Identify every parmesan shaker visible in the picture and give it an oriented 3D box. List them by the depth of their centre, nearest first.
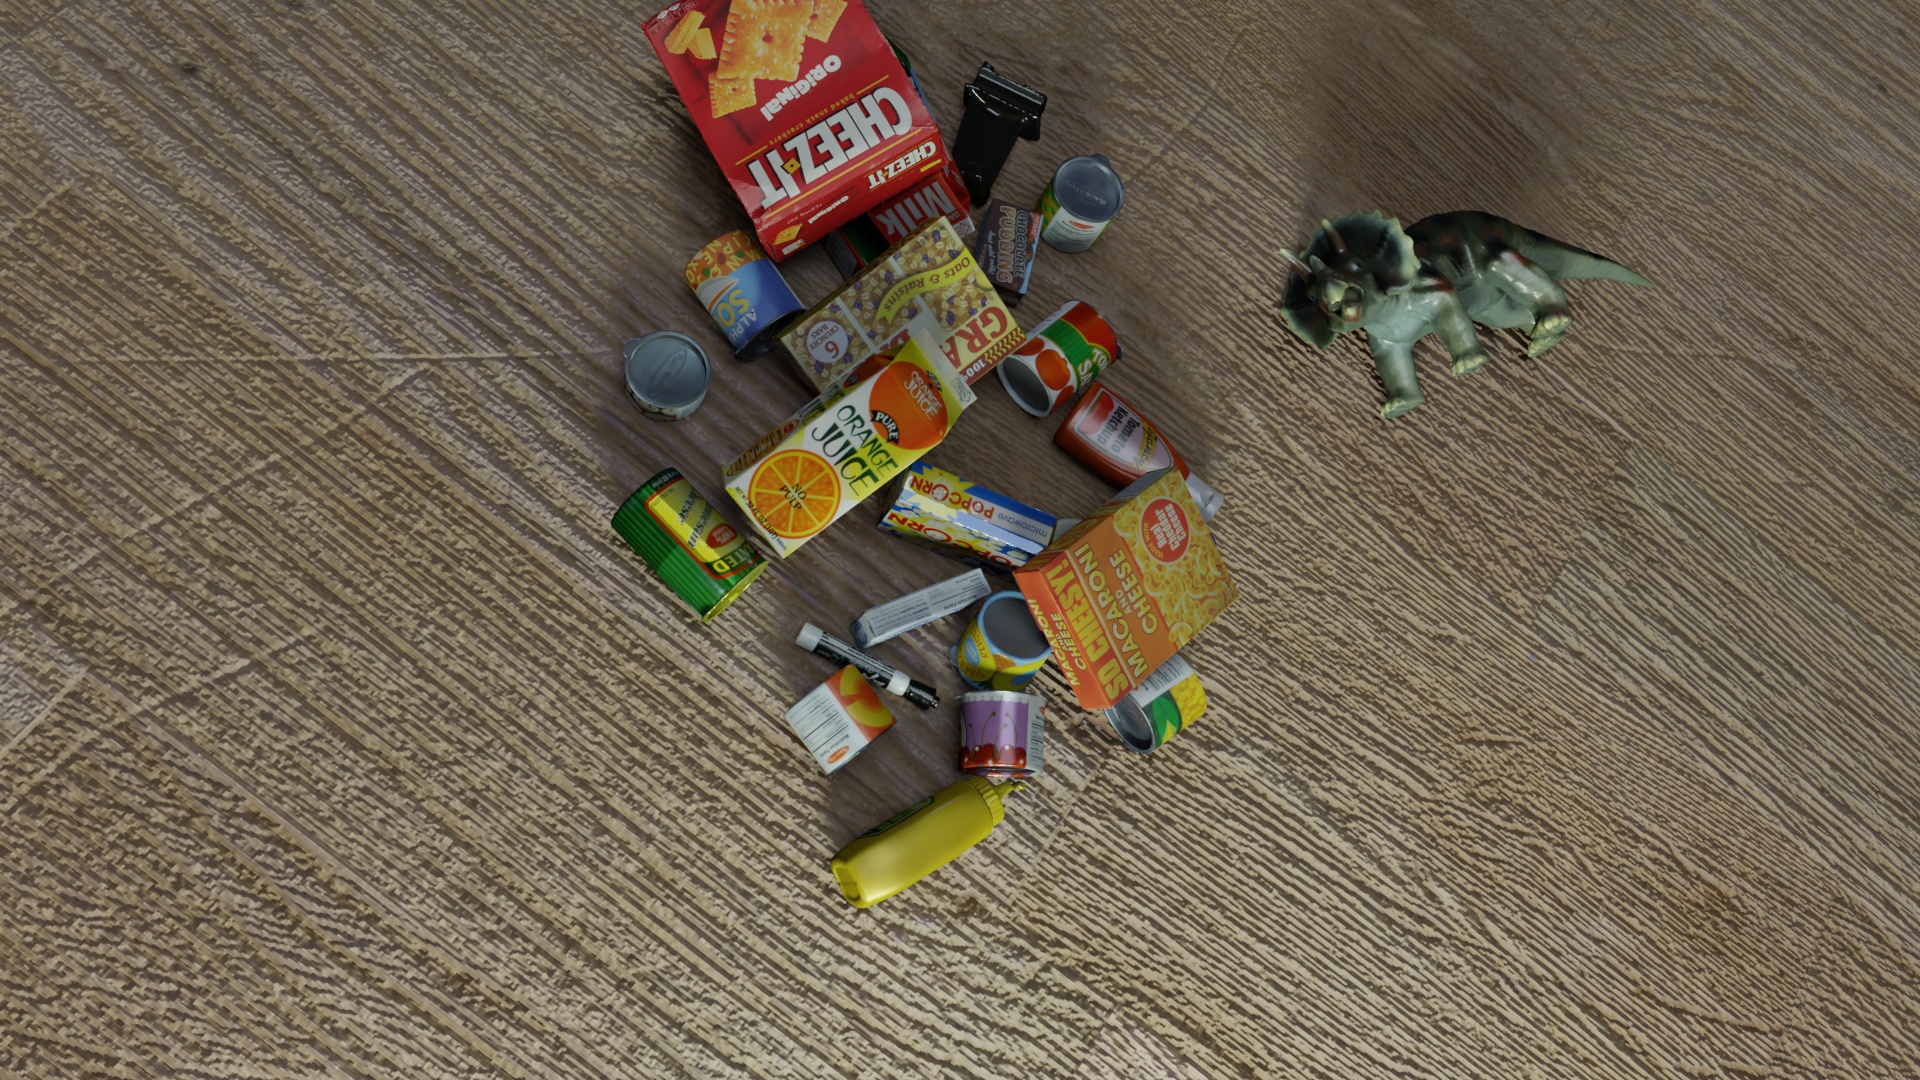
[{"bbox_3d":[-0.205,0.004,1.043,0.103,0.071,0.071,45,67,1],"label":"parmesan shaker"}]

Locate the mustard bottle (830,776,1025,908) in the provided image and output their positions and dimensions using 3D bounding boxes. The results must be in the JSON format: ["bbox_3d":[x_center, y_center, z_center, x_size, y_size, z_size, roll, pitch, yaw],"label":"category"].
[{"bbox_3d":[-0.018,0.216,1.036,0.161,0.065,0.049,-26,87,-27],"label":"mustard bottle"}]

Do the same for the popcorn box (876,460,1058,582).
[{"bbox_3d":[0.004,-0.014,1.099,0.127,0.085,0.038,22,71,-9],"label":"popcorn box"}]

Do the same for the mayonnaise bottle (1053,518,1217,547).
[{"bbox_3d":[0.139,0.012,1.153,0.148,0.041,0.065,-3,76,-17],"label":"mayonnaise bottle"}]

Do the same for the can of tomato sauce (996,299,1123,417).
[{"bbox_3d":[0.083,-0.152,1.174,0.083,0.071,0.071,-40,87,-22],"label":"can of tomato sauce"}]

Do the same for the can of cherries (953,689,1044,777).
[{"bbox_3d":[0.029,0.149,1.067,0.071,0.071,0.058,6,73,-14],"label":"can of cherries"}]

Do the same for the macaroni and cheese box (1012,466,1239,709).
[{"bbox_3d":[0.132,0.036,1.082,0.167,0.040,0.123,-35,103,-32],"label":"macaroni and cheese box"}]

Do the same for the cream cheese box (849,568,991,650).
[{"bbox_3d":[-0.032,0.053,1.085,0.104,0.053,0.024,-21,82,-20],"label":"cream cheese box"}]

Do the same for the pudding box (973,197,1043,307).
[{"bbox_3d":[0.039,-0.251,1.212,0.050,0.030,0.084,18,70,-11],"label":"pudding box"}]

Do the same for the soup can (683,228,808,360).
[{"bbox_3d":[-0.175,-0.196,1.115,0.071,0.071,0.084,-34,84,-22],"label":"soup can"}]

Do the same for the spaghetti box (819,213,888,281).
[{"bbox_3d":[-0.113,-0.284,1.169,0.029,0.050,0.250,-29,83,-23],"label":"spaghetti box"}]

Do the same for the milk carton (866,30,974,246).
[{"bbox_3d":[-0.054,-0.327,1.171,0.072,0.073,0.191,-26,78,18],"label":"milk carton"}]

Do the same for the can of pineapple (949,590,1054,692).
[{"bbox_3d":[0.034,0.081,1.083,0.071,0.057,0.071,11,53,-14],"label":"can of pineapple"}]

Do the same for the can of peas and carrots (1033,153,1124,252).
[{"bbox_3d":[0.105,-0.299,1.230,0.071,0.058,0.071,5,72,-15],"label":"can of peas and carrots"}]

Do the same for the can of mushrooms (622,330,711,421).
[{"bbox_3d":[-0.234,-0.131,1.096,0.071,0.033,0.071,4,73,-14],"label":"can of mushrooms"}]

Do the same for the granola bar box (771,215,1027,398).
[{"bbox_3d":[-0.047,-0.162,1.112,0.166,0.039,0.124,-39,110,-8],"label":"granola bar box"}]

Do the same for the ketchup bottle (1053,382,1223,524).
[{"bbox_3d":[0.154,-0.067,1.181,0.149,0.043,0.065,37,67,-3],"label":"ketchup bottle"}]

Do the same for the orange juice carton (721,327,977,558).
[{"bbox_3d":[-0.083,-0.078,1.056,0.193,0.073,0.071,-37,109,-1],"label":"orange juice carton"}]

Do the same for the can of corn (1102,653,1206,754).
[{"bbox_3d":[0.154,0.129,1.109,0.058,0.071,0.071,-31,84,-22],"label":"can of corn"}]

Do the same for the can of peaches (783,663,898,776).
[{"bbox_3d":[-0.089,0.133,1.039,0.071,0.071,0.058,-36,86,-22],"label":"can of peaches"}]
